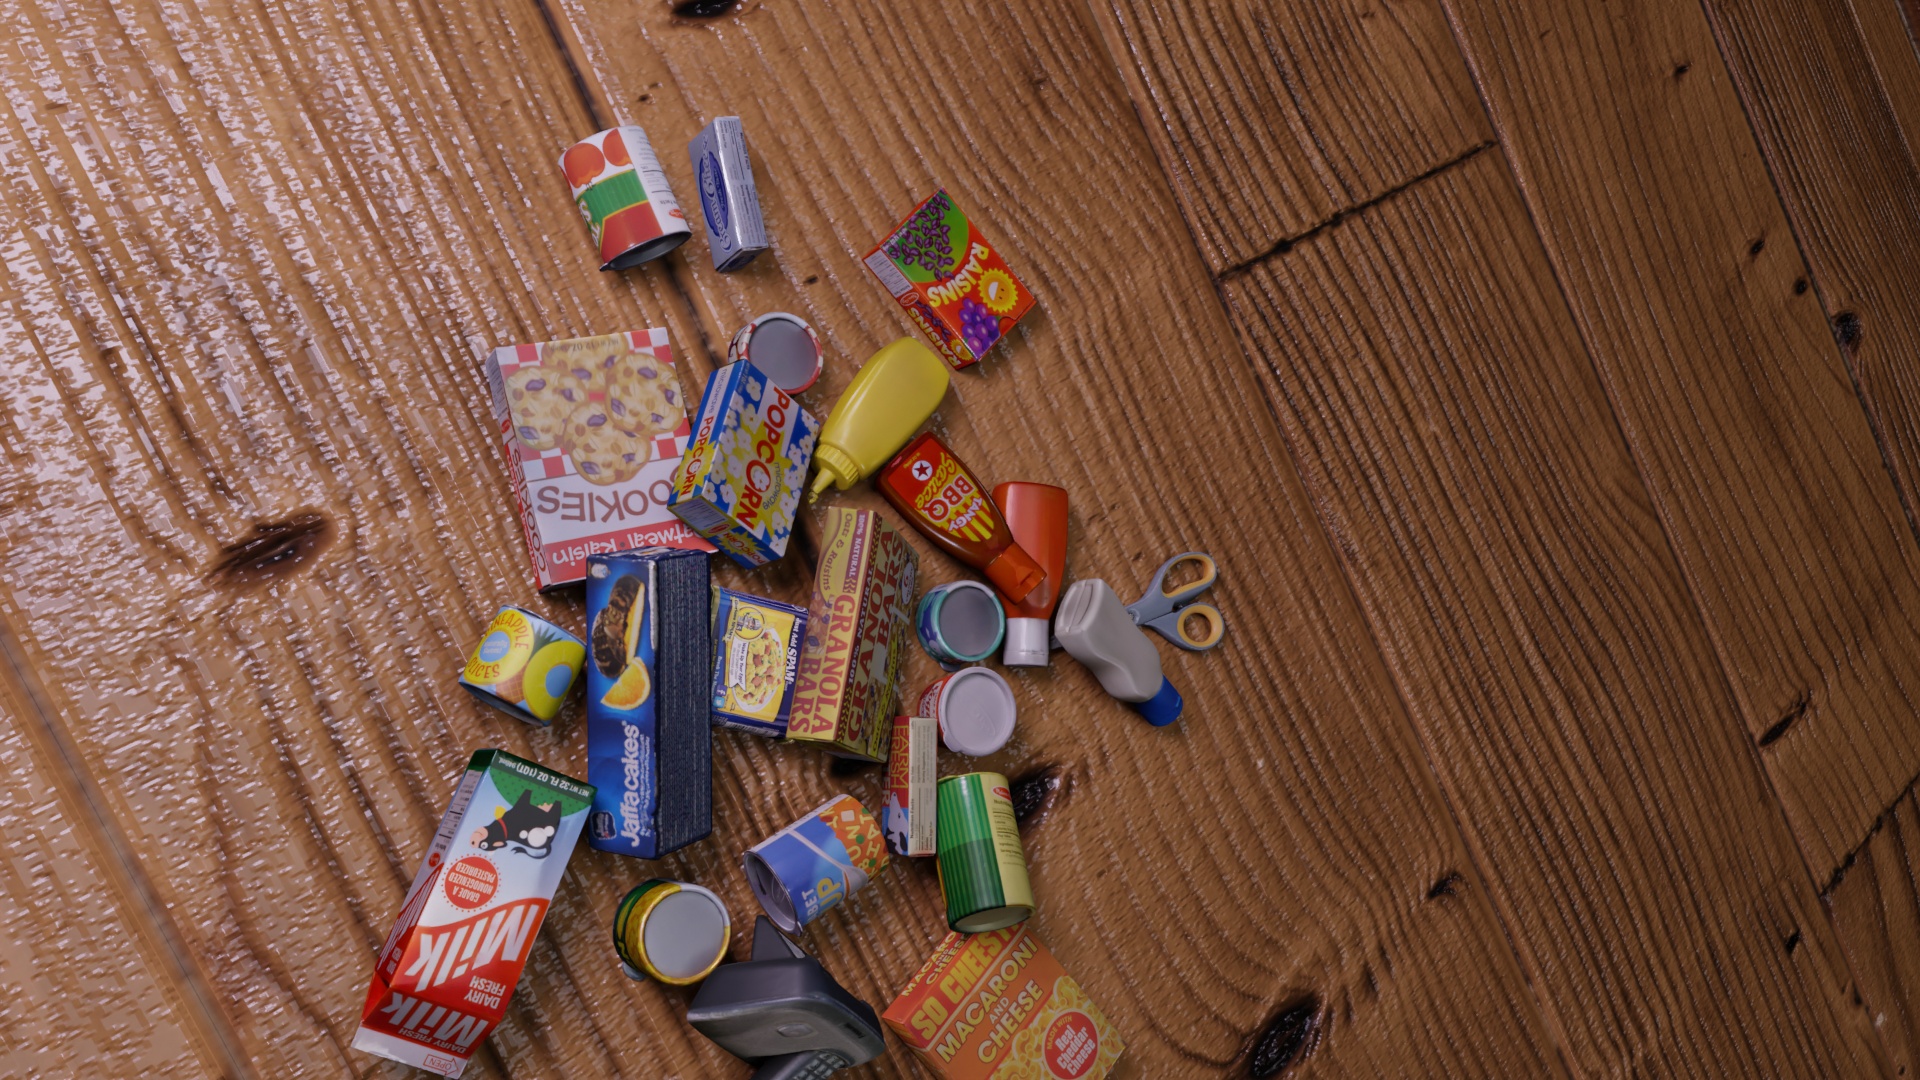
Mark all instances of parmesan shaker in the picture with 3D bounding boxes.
[{"bbox_3d":[0.012,0.233,1.037,0.071,0.071,0.103,7,54,-29],"label":"parmesan shaker"}]

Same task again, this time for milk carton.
[{"bbox_3d":[-0.306,0.233,0.873,0.072,0.073,0.191,29,69,-23],"label":"milk carton"}]

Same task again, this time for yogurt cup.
[{"bbox_3d":[0.002,0.133,1.078,0.072,0.054,0.072,5,79,-29],"label":"yogurt cup"}]

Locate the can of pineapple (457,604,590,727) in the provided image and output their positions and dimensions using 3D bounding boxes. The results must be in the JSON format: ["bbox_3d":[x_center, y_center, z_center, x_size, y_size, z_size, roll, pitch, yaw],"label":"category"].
[{"bbox_3d":[-0.287,0.082,0.913,0.071,0.071,0.058,34,67,-21],"label":"can of pineapple"}]

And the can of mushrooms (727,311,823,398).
[{"bbox_3d":[-0.140,-0.136,1.055,0.071,0.033,0.071,6,79,-30],"label":"can of mushrooms"}]

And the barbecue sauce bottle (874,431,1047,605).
[{"bbox_3d":[0.004,-0.014,1.088,0.148,0.043,0.065,46,76,2],"label":"barbecue sauce bottle"}]

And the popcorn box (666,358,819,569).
[{"bbox_3d":[-0.154,-0.056,0.999,0.085,0.038,0.127,42,45,-39],"label":"popcorn box"}]

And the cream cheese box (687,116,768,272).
[{"bbox_3d":[-0.175,-0.260,1.043,0.024,0.053,0.104,-11,88,-33],"label":"cream cheese box"}]

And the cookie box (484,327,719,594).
[{"bbox_3d":[-0.250,-0.057,0.974,0.123,0.040,0.167,-13,87,-31],"label":"cookie box"}]

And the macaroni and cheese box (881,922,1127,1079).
[{"bbox_3d":[0.035,0.376,1.065,0.124,0.040,0.166,-46,105,-28],"label":"macaroni and cheese box"}]

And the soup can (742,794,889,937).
[{"bbox_3d":[-0.101,0.232,0.994,0.084,0.071,0.071,-27,96,-31],"label":"soup can"}]

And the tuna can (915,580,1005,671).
[{"bbox_3d":[0.000,0.068,1.101,0.071,0.032,0.071,6,79,-29],"label":"tuna can"}]

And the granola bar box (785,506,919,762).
[{"bbox_3d":[-0.074,0.072,1.010,0.039,0.124,0.166,5,75,15],"label":"granola bar box"}]

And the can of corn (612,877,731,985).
[{"bbox_3d":[-0.196,0.266,0.939,0.071,0.058,0.071,5,79,-29],"label":"can of corn"}]

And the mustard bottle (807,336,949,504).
[{"bbox_3d":[-0.074,-0.087,1.075,0.065,0.048,0.161,45,64,-15],"label":"mustard bottle"}]

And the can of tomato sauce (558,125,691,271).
[{"bbox_3d":[-0.242,-0.244,0.996,0.071,0.071,0.083,-27,95,-30],"label":"can of tomato sauce"}]

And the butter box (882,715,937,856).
[{"bbox_3d":[-0.039,0.184,1.047,0.024,0.053,0.103,5,79,-26],"label":"butter box"}]

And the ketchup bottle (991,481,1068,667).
[{"bbox_3d":[0.055,0.028,1.133,0.065,0.043,0.149,7,78,-26],"label":"ketchup bottle"}]

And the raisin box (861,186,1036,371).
[{"bbox_3d":[-0.008,-0.214,1.140,0.123,0.040,0.086,49,61,-15],"label":"raisin box"}]

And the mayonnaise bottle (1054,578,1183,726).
[{"bbox_3d":[0.134,0.098,1.148,0.147,0.041,0.065,49,48,-32],"label":"mayonnaise bottle"}]
